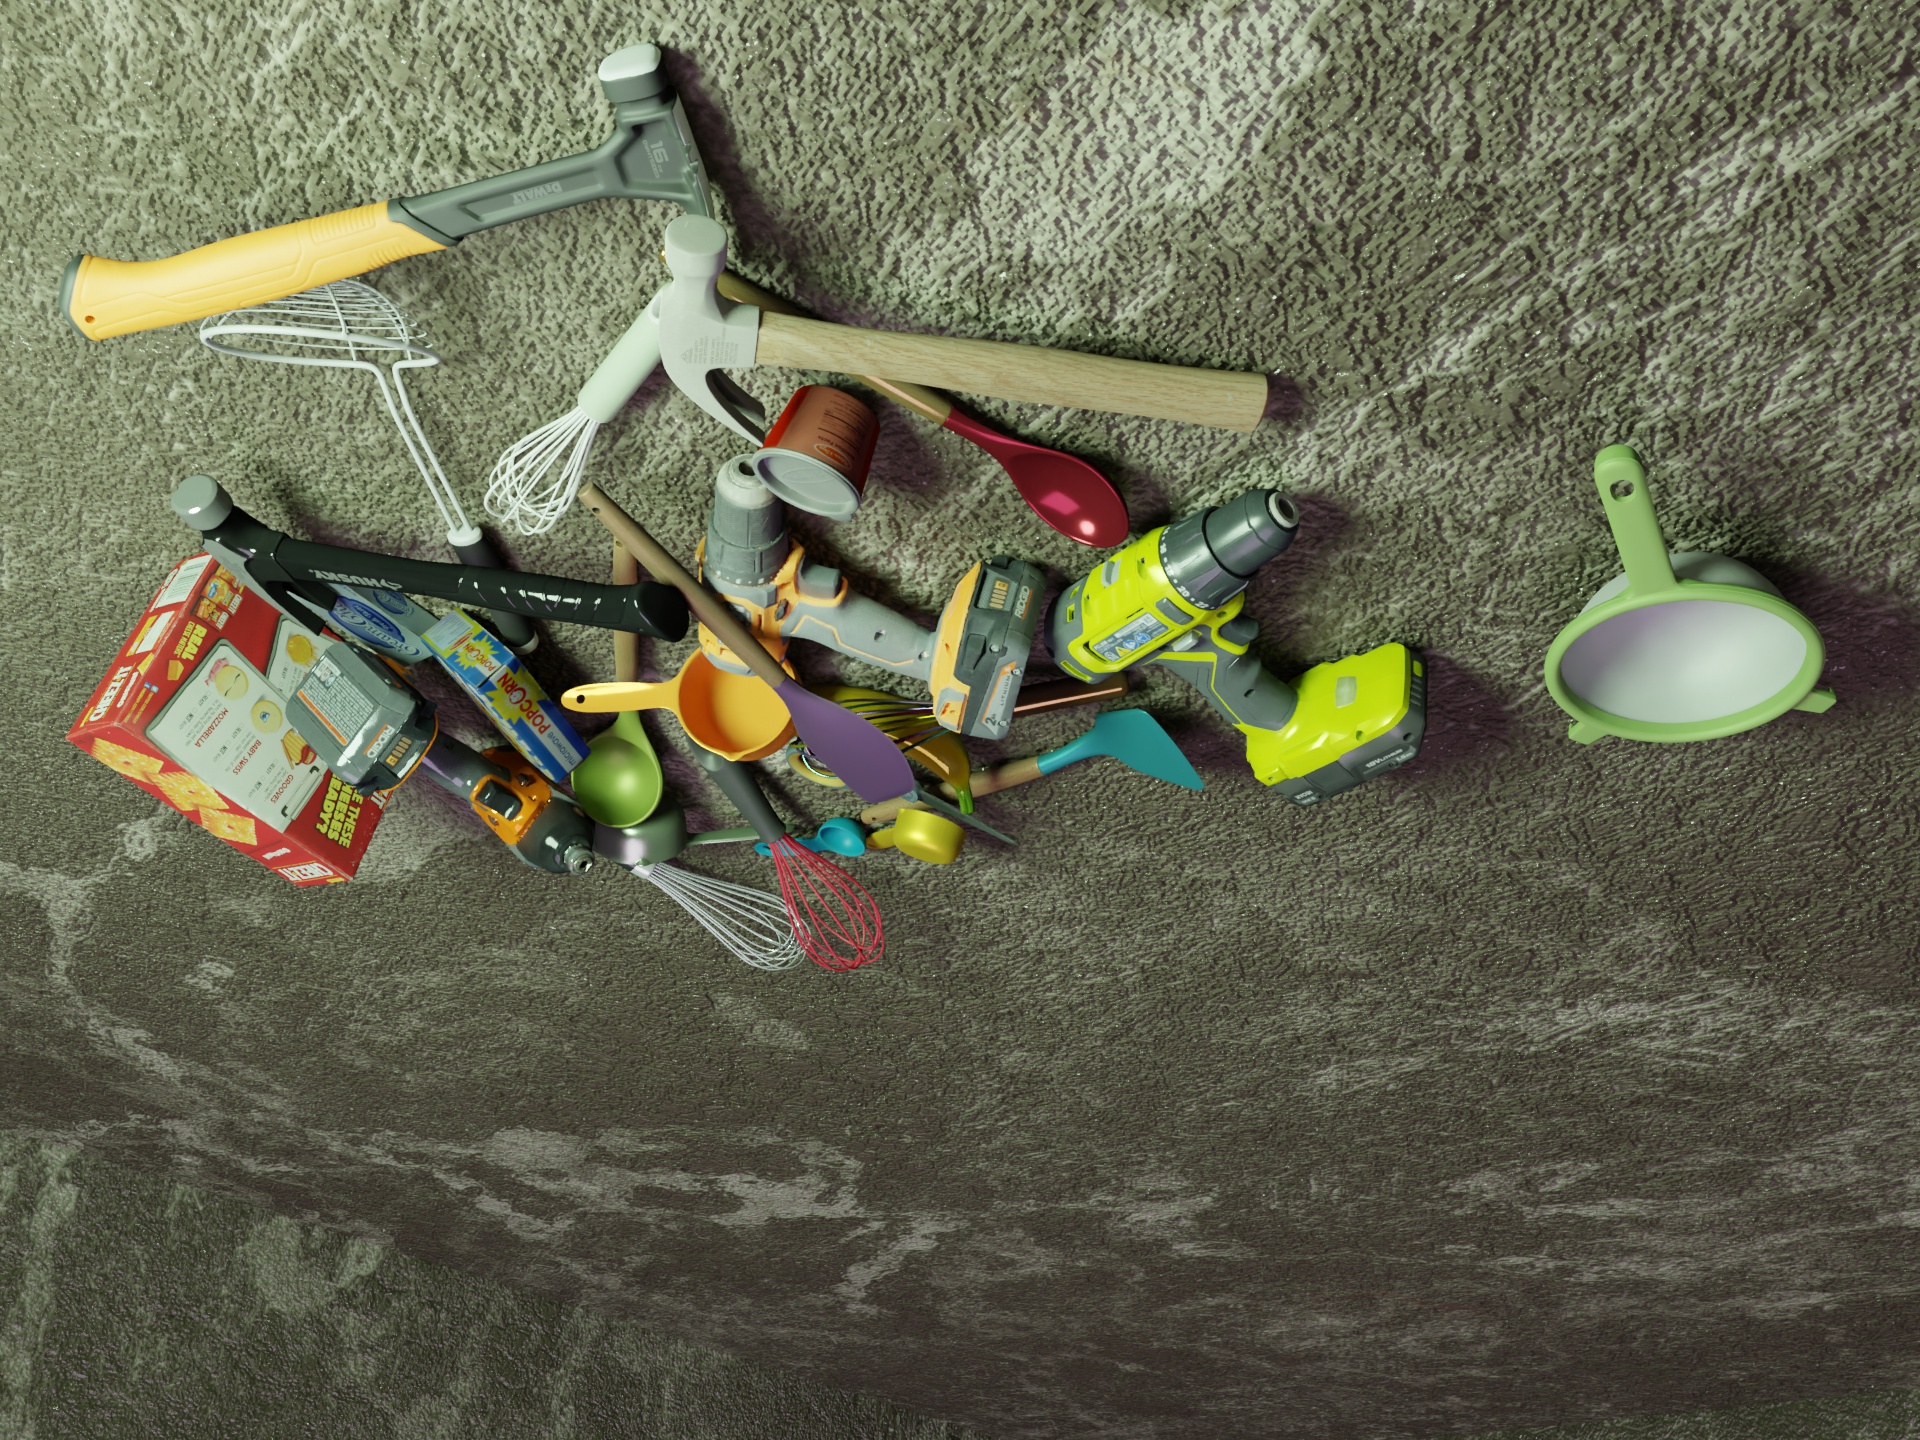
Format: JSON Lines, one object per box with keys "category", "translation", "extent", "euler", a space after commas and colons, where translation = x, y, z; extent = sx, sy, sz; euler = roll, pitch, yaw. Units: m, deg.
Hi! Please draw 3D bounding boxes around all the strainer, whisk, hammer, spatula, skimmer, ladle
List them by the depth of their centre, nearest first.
{"category": "hammer", "translation": [-0.294, -0.243, 0.816], "extent": [0.337, 0.034, 0.127], "euler": [-12, 136, 4]}
{"category": "hammer", "translation": [0.004, -0.190, 0.860], "extent": [0.331, 0.031, 0.130], "euler": [6, 145, -9]}
{"category": "strainer", "translation": [0.403, -0.084, 0.917], "extent": [0.151, 0.069, 0.256], "euler": [-10, 140, 30]}
{"category": "ladle", "translation": [-0.031, -0.188, 0.917], "extent": [0.315, 0.031, 0.069], "euler": [27, 153, -20]}
{"category": "whisk", "translation": [-0.222, -0.185, 0.957], "extent": [0.059, 0.058, 0.246], "euler": [-7, 160, -43]}
{"category": "skimmer", "translation": [-0.347, -0.138, 1.011], "extent": [0.127, 0.090, 0.362], "euler": [3, 145, 10]}
{"category": "hammer", "translation": [-0.333, -0.087, 1.034], "extent": [0.335, 0.035, 0.146], "euler": [9, 154, 15]}
{"category": "spatula", "translation": [-0.134, -0.044, 1.040], "extent": [0.060, 0.018, 0.315], "euler": [-21, 129, 31]}
{"category": "whisk", "translation": [-0.002, -0.003, 1.121], "extent": [0.245, 0.051, 0.047], "euler": [-11, 159, 6]}
{"category": "ladle", "translation": [-0.253, -0.028, 1.176], "extent": [0.078, 0.062, 0.320], "euler": [25, 143, 8]}
{"category": "spatula", "translation": [0.039, 0.047, 1.216], "extent": [0.317, 0.044, 0.082], "euler": [-18, 124, 37]}
{"category": "whisk", "translation": [-0.145, 0.107, 1.314], "extent": [0.073, 0.073, 0.295], "euler": [-11, 127, 27]}
{"category": "whisk", "translation": [-0.255, 0.143, 1.423], "extent": [0.284, 0.070, 0.070], "euler": [32, 140, -20]}

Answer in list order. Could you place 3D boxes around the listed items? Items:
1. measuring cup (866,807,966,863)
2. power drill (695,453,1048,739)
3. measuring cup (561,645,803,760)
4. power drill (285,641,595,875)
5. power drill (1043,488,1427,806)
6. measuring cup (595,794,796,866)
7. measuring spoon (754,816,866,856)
{"category": "measuring cup", "translation": [-0.048, 0.103, 1.296], "extent": [0.062, 0.029, 0.156], "euler": [26, 158, -20]}
{"category": "power drill", "translation": [-0.062, -0.082, 1.033], "extent": [0.226, 0.084, 0.185], "euler": [15, 145, 2]}
{"category": "measuring cup", "translation": [-0.196, -0.013, 1.146], "extent": [0.173, 0.095, 0.052], "euler": [-1, 170, 9]}
{"category": "power drill", "translation": [-0.377, 0.042, 1.201], "extent": [0.164, 0.084, 0.226], "euler": [32, 174, 42]}
{"category": "power drill", "translation": [0.193, -0.048, 1.018], "extent": [0.228, 0.080, 0.190], "euler": [32, 140, -24]}
{"category": "measuring cup", "translation": [-0.222, 0.083, 1.332], "extent": [0.167, 0.083, 0.038], "euler": [-4, 113, -10]}
{"category": "measuring spoon", "translation": [-0.129, 0.099, 1.362], "extent": [0.128, 0.021, 0.042], "euler": [-10, 134, 40]}
